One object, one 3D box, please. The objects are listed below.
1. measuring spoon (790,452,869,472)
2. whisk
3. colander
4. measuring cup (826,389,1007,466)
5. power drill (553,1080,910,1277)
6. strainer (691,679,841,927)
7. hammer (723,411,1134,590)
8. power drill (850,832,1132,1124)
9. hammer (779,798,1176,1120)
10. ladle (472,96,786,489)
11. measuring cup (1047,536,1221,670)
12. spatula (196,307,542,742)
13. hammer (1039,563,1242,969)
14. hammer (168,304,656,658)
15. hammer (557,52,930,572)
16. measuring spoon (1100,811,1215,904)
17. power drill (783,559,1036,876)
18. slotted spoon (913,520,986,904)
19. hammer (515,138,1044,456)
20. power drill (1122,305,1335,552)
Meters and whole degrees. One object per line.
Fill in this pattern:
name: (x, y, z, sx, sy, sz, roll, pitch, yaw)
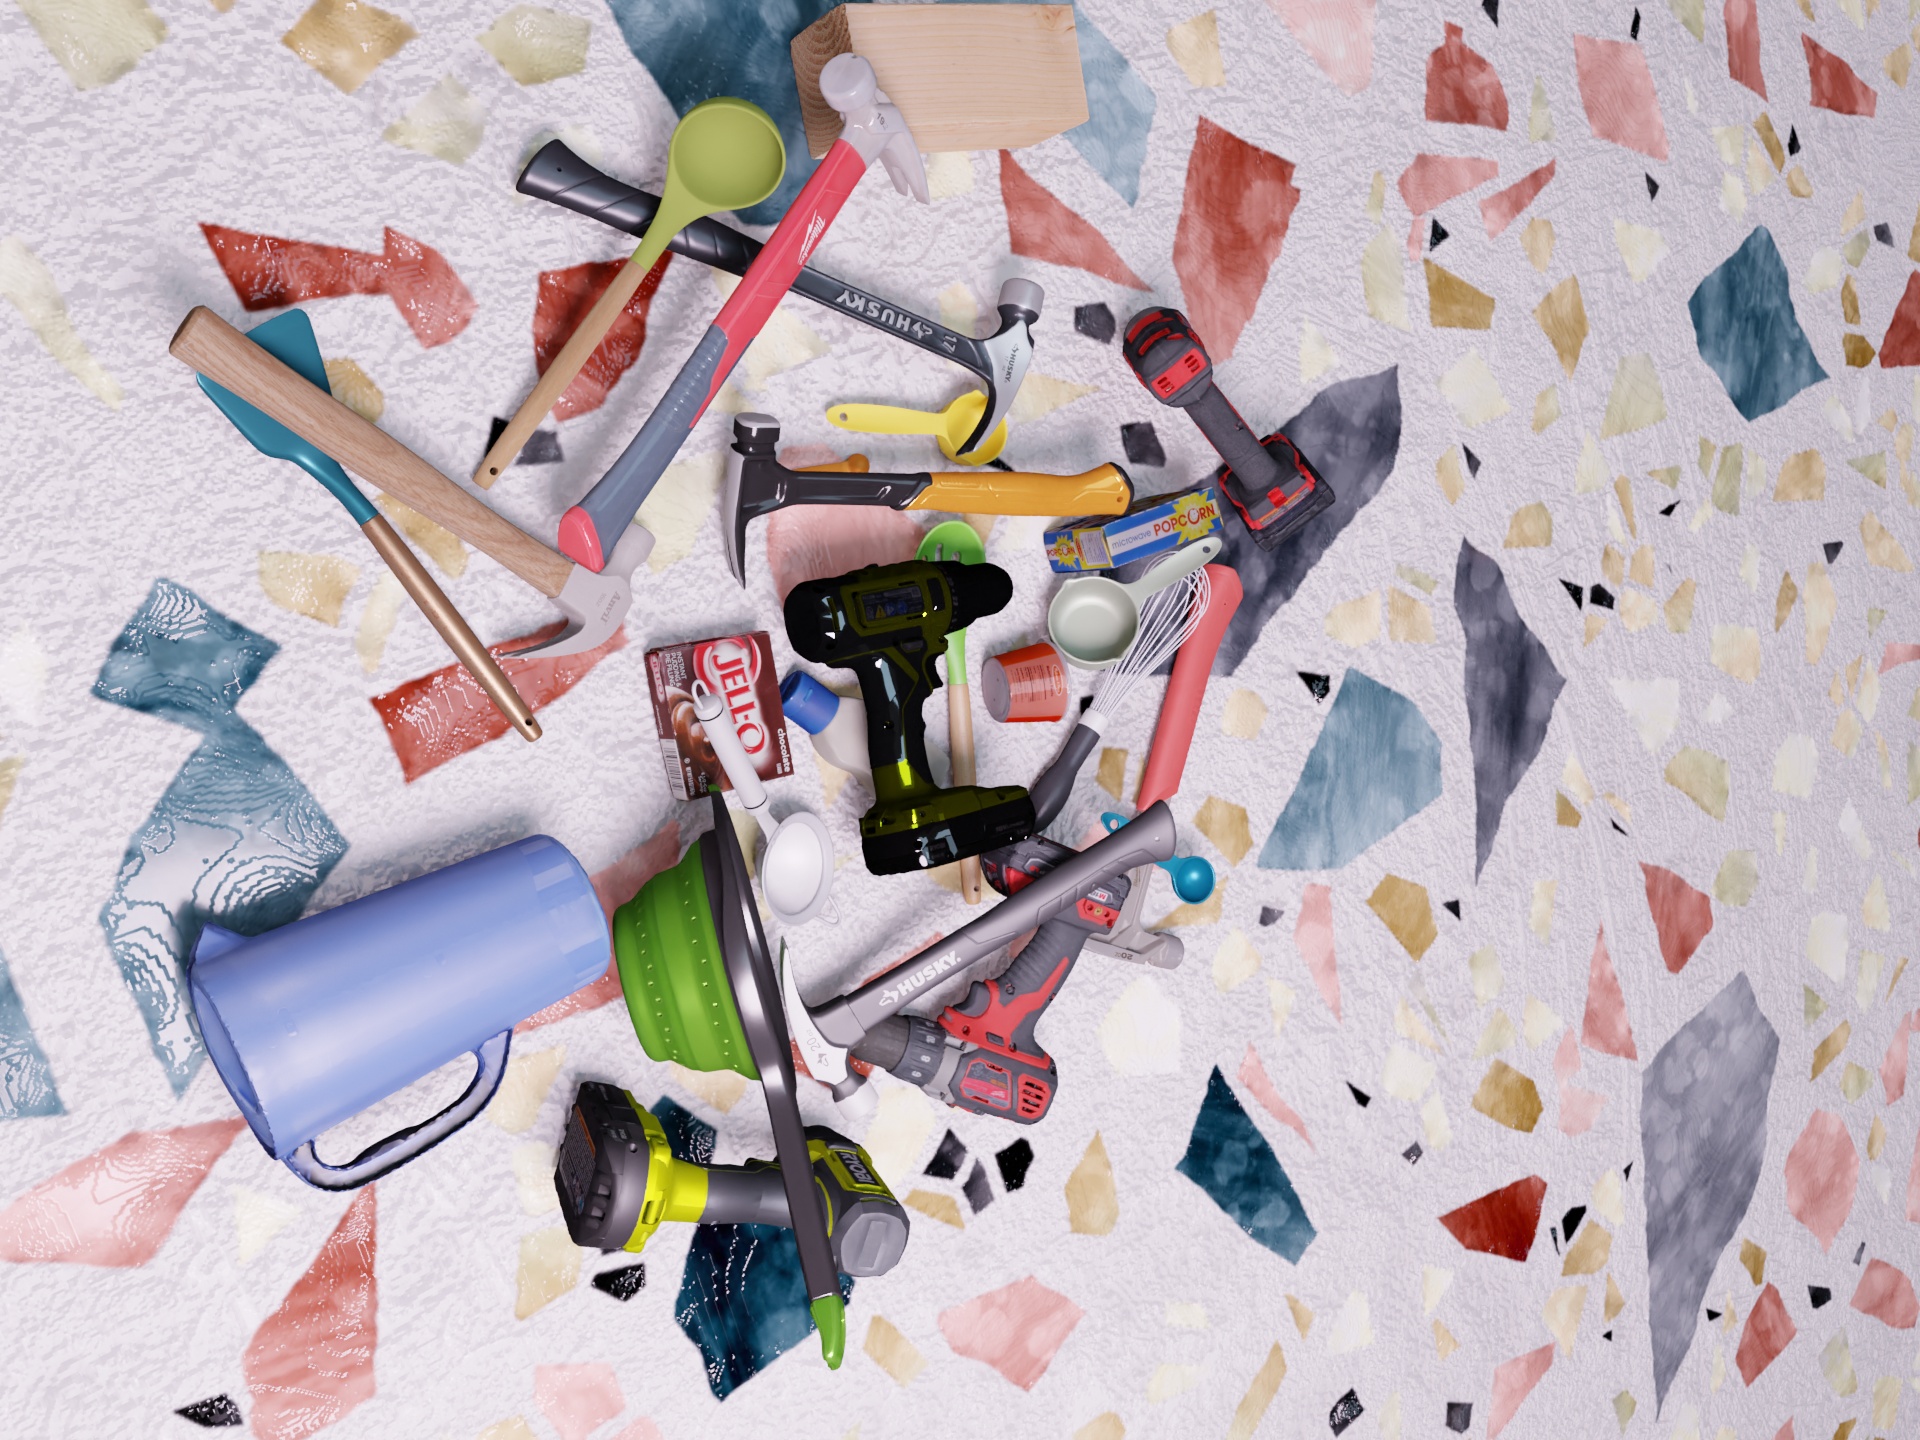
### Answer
measuring spoon: (-0.118, -0.184, 1.217, 0.117, 0.011, 0.021, -20, 103, -30)
whisk: (0.130, -0.025, 1.354, 0.070, 0.070, 0.285, 38, 78, -28)
colander: (-0.160, 0.234, 1.049, 0.094, 0.204, 0.398, -15, 56, -6)
measuring cup: (-0.037, -0.233, 1.260, 0.156, 0.029, 0.062, 0, 89, -26)
power drill: (-0.164, 0.322, 1.127, 0.223, 0.171, 0.080, 15, 95, -24)
strainer: (-0.146, 0.063, 1.154, 0.087, 0.050, 0.258, -60, 145, -36)
hammer: (-0.017, -0.167, 1.219, 0.336, 0.034, 0.127, -4, 118, -26)
power drill: (0.019, 0.197, 1.267, 0.187, 0.080, 0.227, 23, 89, -19)
hammer: (0.018, 0.156, 1.205, 0.335, 0.035, 0.146, -31, 103, -6)
ladle: (-0.231, -0.287, 1.084, 0.078, 0.062, 0.320, 37, 86, -36)
measuring cup: (0.147, -0.102, 1.330, 0.167, 0.038, 0.083, -32, 77, -9)
spatula: (-0.369, -0.111, 1.044, 0.082, 0.044, 0.317, -47, 116, -31)
hammer: (0.174, 0.032, 1.395, 0.149, 0.037, 0.359, 20, 82, -31)
hammer: (-0.349, -0.149, 1.026, 0.331, 0.031, 0.130, 36, 66, -37)
hammer: (-0.150, -0.264, 1.105, 0.386, 0.038, 0.143, -58, 155, -7)
measuring spoon: (0.166, 0.114, 1.367, 0.128, 0.021, 0.042, 35, 76, -19)
power drill: (-0.021, -0.011, 1.205, 0.190, 0.080, 0.228, -13, 89, -36)
slotted spoon: (-0.002, -0.004, 1.289, 0.070, 0.031, 0.313, -9, 98, -31)
hammer: (-0.125, -0.323, 1.177, 0.408, 0.036, 0.149, 17, 83, -27)
power drill: (0.218, -0.260, 1.360, 0.078, 0.143, 0.219, -38, 117, 15)
